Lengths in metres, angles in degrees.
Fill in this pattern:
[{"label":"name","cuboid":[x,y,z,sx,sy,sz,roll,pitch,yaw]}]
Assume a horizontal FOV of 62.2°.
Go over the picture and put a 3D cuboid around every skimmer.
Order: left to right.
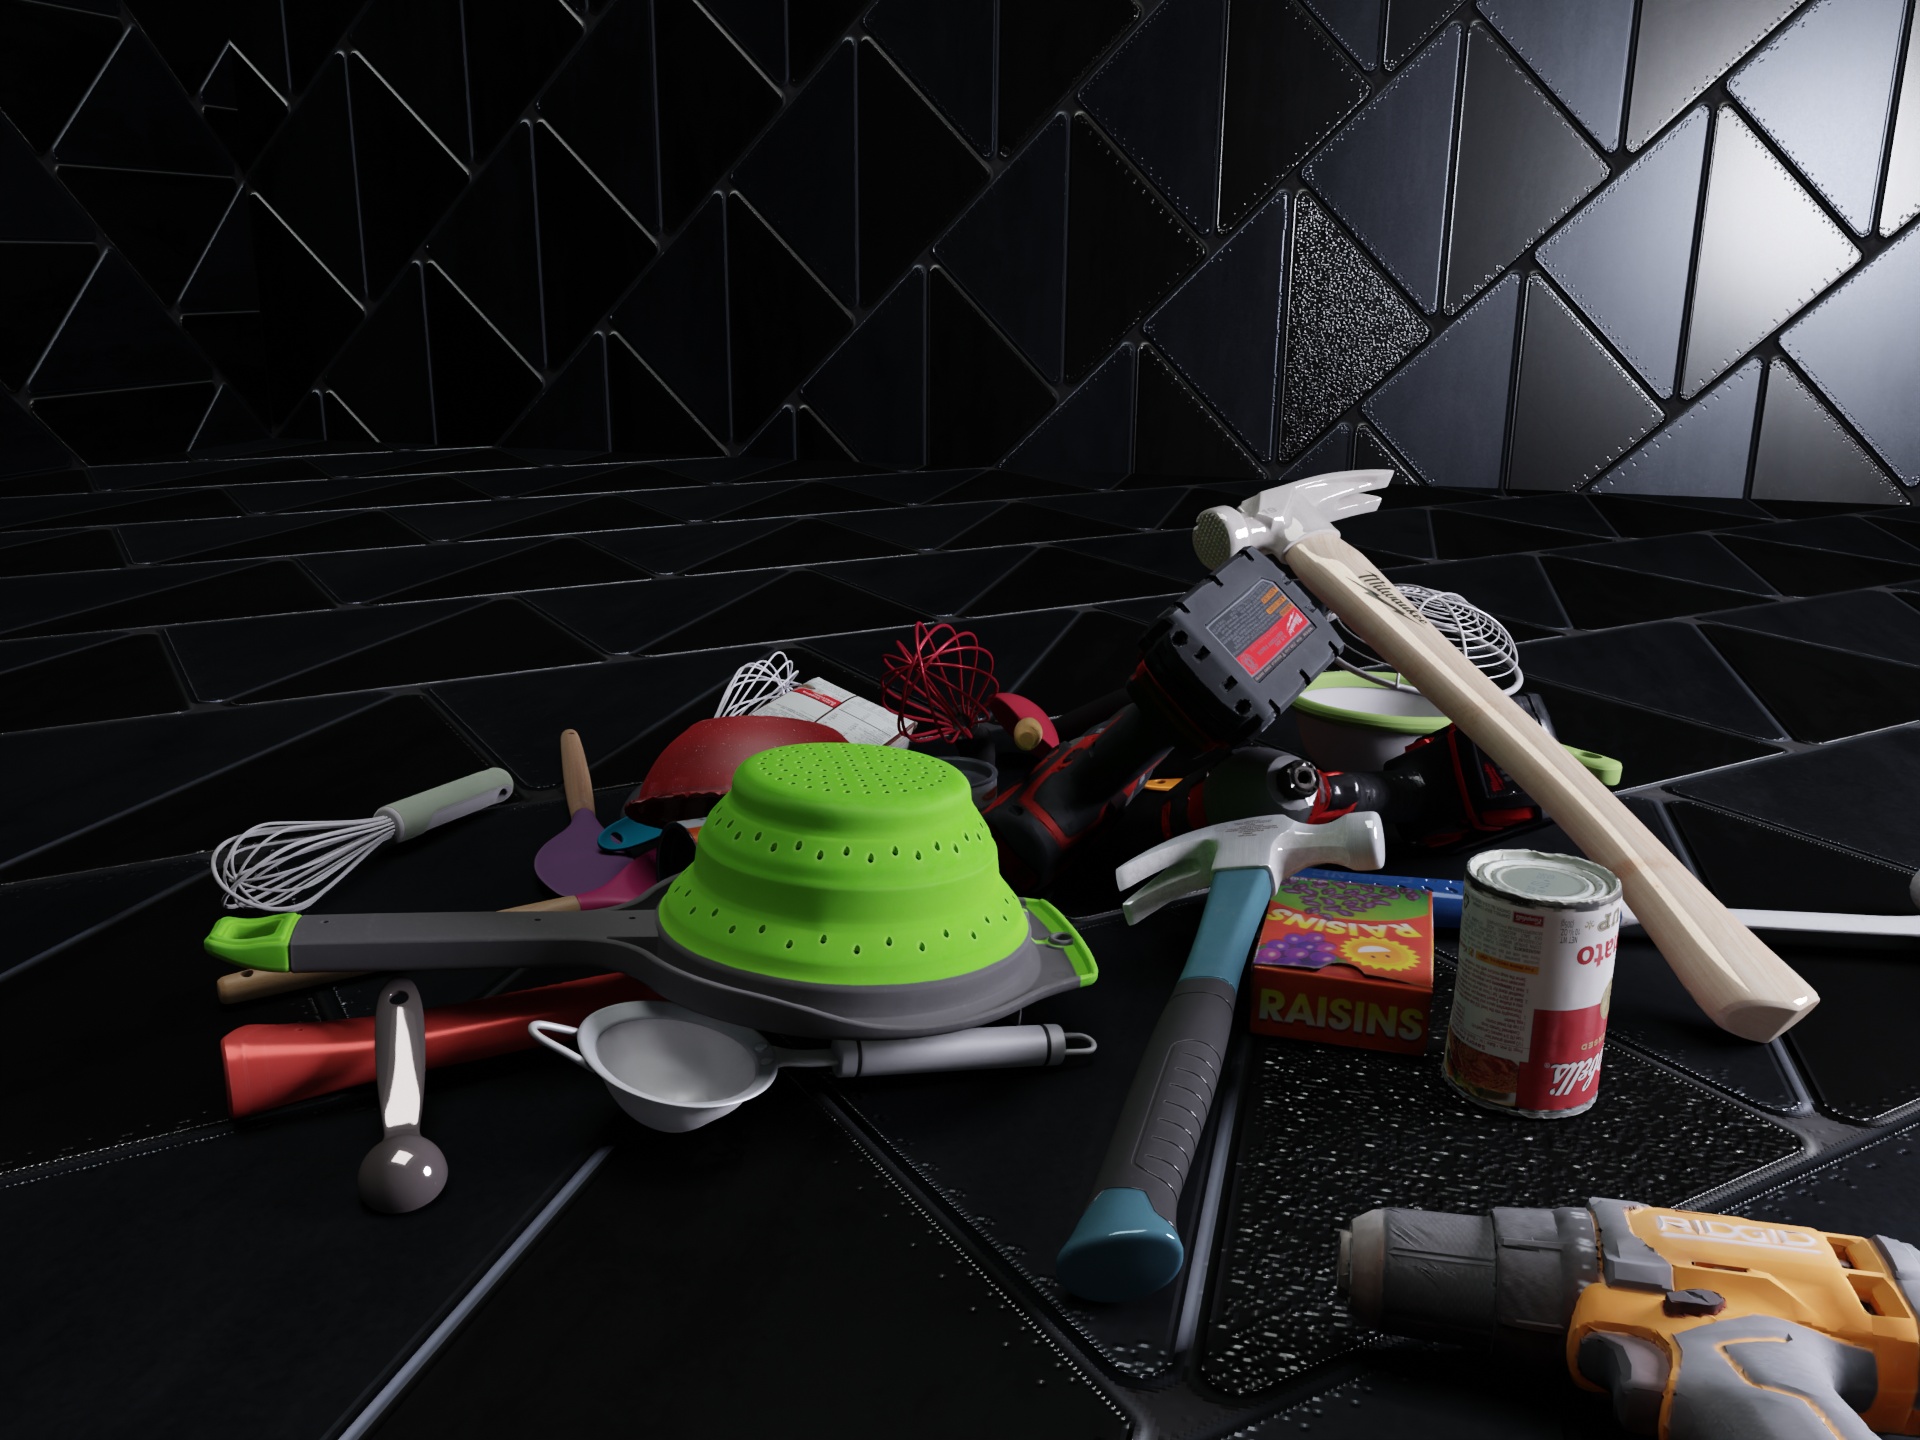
[{"label":"skimmer","cuboid":[0.198,-0.009,1.085,0.363,0.090,0.127,-22,1,43]}]

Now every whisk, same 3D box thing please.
[{"label":"whisk","cuboid":[-0.358,0.067,0.981,0.059,0.057,0.246,41,24,10]},{"label":"whisk","cuboid":[-0.174,0.018,1.136,0.070,0.070,0.285,5,21,15]},{"label":"whisk","cuboid":[-0.002,-0.003,1.028,0.073,0.073,0.295,3,-11,8]}]

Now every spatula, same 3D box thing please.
[{"label":"spatula","cuboid":[-0.254,0.056,1.054,0.059,0.018,0.316,2,16,-17]}]

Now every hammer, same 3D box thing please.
[{"label":"hammer","cuboid":[-0.153,0.136,0.755,0.359,0.036,0.149,-8,18,-27]},{"label":"hammer","cuboid":[0.106,0.128,0.701,0.128,0.033,0.331,-6,22,23]},{"label":"hammer","cuboid":[0.303,0.001,0.874,0.146,0.038,0.411,-18,53,-27]},{"label":"hammer","cuboid":[0.371,0.107,0.870,0.405,0.035,0.144,2,16,7]}]

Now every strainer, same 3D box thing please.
[{"label":"strainer","cuboid":[-0.058,0.151,0.701,0.258,0.050,0.087,1,19,-19]},{"label":"strainer","cuboid":[0.333,0.025,1.090,0.151,0.069,0.257,-7,18,-34]}]

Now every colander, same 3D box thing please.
[{"label":"colander","cuboid":[-0.133,0.065,0.731,0.397,0.094,0.205,1,14,-13]}]

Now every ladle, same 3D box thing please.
[{"label":"ladle","cuboid":[0.043,0.006,1.049,0.069,0.031,0.315,42,3,1]}]

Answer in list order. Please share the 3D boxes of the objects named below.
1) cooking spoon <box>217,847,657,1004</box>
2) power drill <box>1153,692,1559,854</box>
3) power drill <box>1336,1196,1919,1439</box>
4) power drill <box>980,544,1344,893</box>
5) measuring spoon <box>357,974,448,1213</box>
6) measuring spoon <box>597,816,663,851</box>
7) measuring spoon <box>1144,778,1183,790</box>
[{"label":"cooking spoon","cuboid":[-0.235,0.109,0.872,0.318,0.017,0.069,-11,36,-33]},{"label":"power drill","cuboid":[0.237,0.041,0.936,0.219,0.079,0.143,-6,-14,-19]},{"label":"power drill","cuboid":[0.201,0.207,0.449,0.185,0.084,0.226,4,12,13]},{"label":"power drill","cuboid":[0.117,-0.001,0.929,0.080,0.226,0.188,48,45,5]},{"label":"measuring spoon","cuboid":[-0.233,0.148,0.661,0.034,0.018,0.124,-5,40,-17]},{"label":"measuring spoon","cuboid":[-0.185,0.065,1.014,0.042,0.021,0.128,51,37,13]},{"label":"measuring spoon","cuboid":[0.184,0.041,1.132,0.117,0.011,0.021,-2,16,-8]}]
